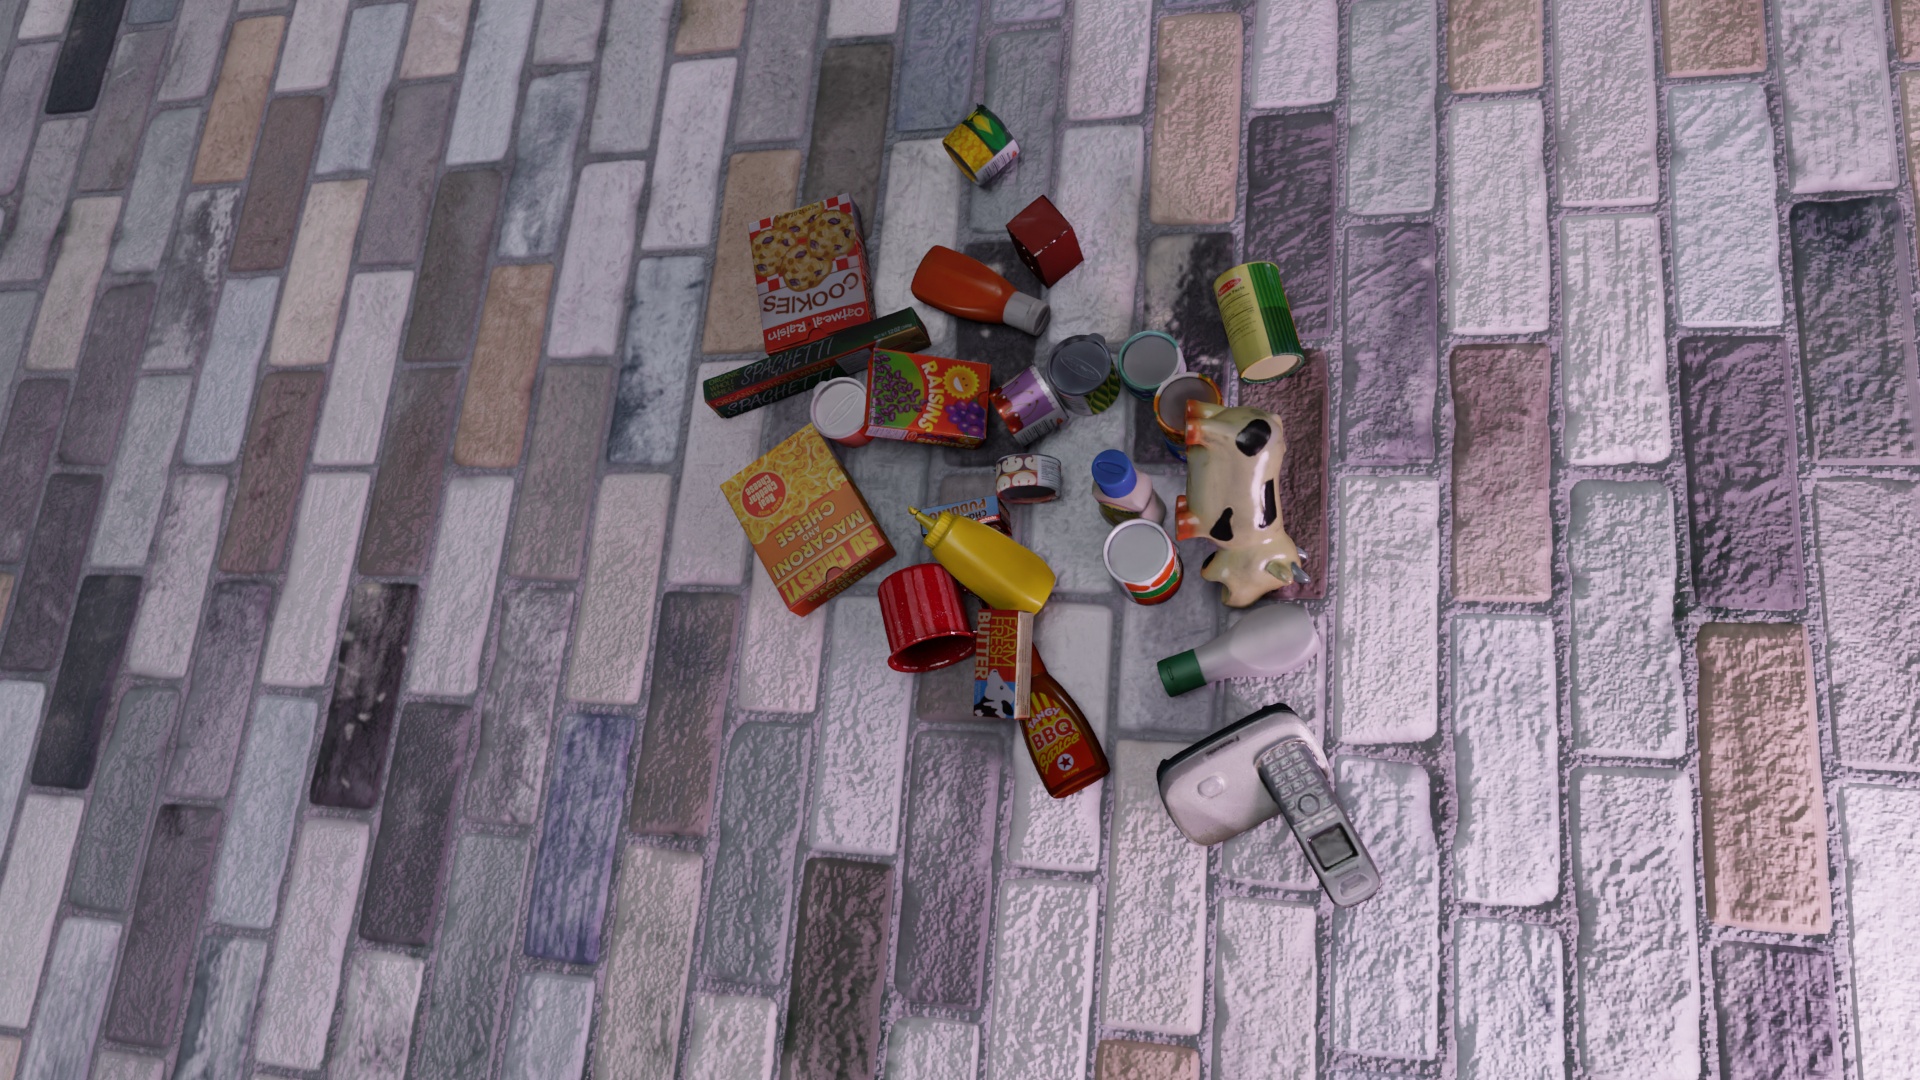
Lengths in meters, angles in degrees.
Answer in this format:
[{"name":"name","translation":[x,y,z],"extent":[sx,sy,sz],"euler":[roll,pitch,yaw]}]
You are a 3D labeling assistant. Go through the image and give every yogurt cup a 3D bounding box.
[{"name":"yogurt cup","translation":[-0.119,-0.132,1.468],"extent":[0.072,0.054,0.072],"euler":[-5,73,15]}]

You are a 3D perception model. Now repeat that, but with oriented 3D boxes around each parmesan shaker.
[{"name":"parmesan shaker","translation":[0.292,-0.212,1.369],"extent":[0.071,0.071,0.103],"euler":[-15,71,11]}]

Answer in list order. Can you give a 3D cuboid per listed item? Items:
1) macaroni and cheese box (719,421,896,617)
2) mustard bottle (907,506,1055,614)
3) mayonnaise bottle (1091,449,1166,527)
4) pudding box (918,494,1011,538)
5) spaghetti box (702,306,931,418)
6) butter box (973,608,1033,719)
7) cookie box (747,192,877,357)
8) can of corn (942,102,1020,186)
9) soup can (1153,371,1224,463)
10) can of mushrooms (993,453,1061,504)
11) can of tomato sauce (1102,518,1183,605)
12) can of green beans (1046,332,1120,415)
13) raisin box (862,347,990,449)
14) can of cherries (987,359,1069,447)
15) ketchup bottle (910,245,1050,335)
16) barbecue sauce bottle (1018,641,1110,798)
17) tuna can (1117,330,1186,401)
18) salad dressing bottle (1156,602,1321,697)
[{"name":"macaroni and cheese box","translation":[-0.161,-0.022,1.454],"extent":[0.123,0.040,0.167],"euler":[-34,67,5]},{"name":"mustard bottle","translation":[0.015,0.013,1.351],"extent":[0.160,0.048,0.066],"euler":[35,45,-4]},{"name":"mayonnaise bottle","translation":[0.154,-0.045,1.311],"extent":[0.065,0.148,0.041],"euler":[16,79,20]},{"name":"pudding box","translation":[0.005,-0.018,1.399],"extent":[0.083,0.049,0.030],"euler":[-10,68,13]},{"name":"spaghetti box","translation":[-0.157,-0.190,1.499],"extent":[0.250,0.050,0.029],"euler":[-18,68,10]},{"name":"butter box","translation":[0.041,0.117,1.318],"extent":[0.053,0.024,0.103],"euler":[-2,82,40]},{"name":"cookie box","translation":[-0.163,-0.289,1.536],"extent":[0.123,0.040,0.168],"euler":[-14,70,12]},{"name":"can of corn","translation":[0.020,-0.431,1.512],"extent":[0.058,0.071,0.071],"euler":[-42,67,1]},{"name":"soup can","translation":[0.226,-0.116,1.347],"extent":[0.071,0.083,0.071],"euler":[-4,73,15]},{"name":"can of mushrooms","translation":[0.066,-0.061,1.387],"extent":[0.071,0.071,0.033],"euler":[-5,74,15]},{"name":"can of tomato sauce","translation":[0.176,0.020,1.320],"extent":[0.071,0.083,0.071],"euler":[-5,73,15]},{"name":"can of green beans","translation":[0.125,-0.167,1.406],"extent":[0.071,0.057,0.071],"euler":[-5,73,15]},{"name":"raisin box","translation":[-0.035,-0.145,1.428],"extent":[0.123,0.040,0.086],"euler":[7,73,-12]},{"name":"can of cherries","translation":[0.067,-0.139,1.409],"extent":[0.058,0.071,0.071],"euler":[-33,68,6]},{"name":"ketchup bottle","translation":[0.023,-0.260,1.472],"extent":[0.149,0.043,0.065],"euler":[27,83,21]},{"name":"barbecue sauce bottle","translation":[0.084,0.167,1.323],"extent":[0.065,0.043,0.149],"euler":[-31,67,12]},{"name":"tuna can","translation":[0.191,-0.178,1.404],"extent":[0.071,0.032,0.071],"euler":[-4,73,14]},{"name":"salad dressing bottle","translation":[0.258,0.105,1.293],"extent":[0.147,0.044,0.064],"euler":[-21,71,10]}]
